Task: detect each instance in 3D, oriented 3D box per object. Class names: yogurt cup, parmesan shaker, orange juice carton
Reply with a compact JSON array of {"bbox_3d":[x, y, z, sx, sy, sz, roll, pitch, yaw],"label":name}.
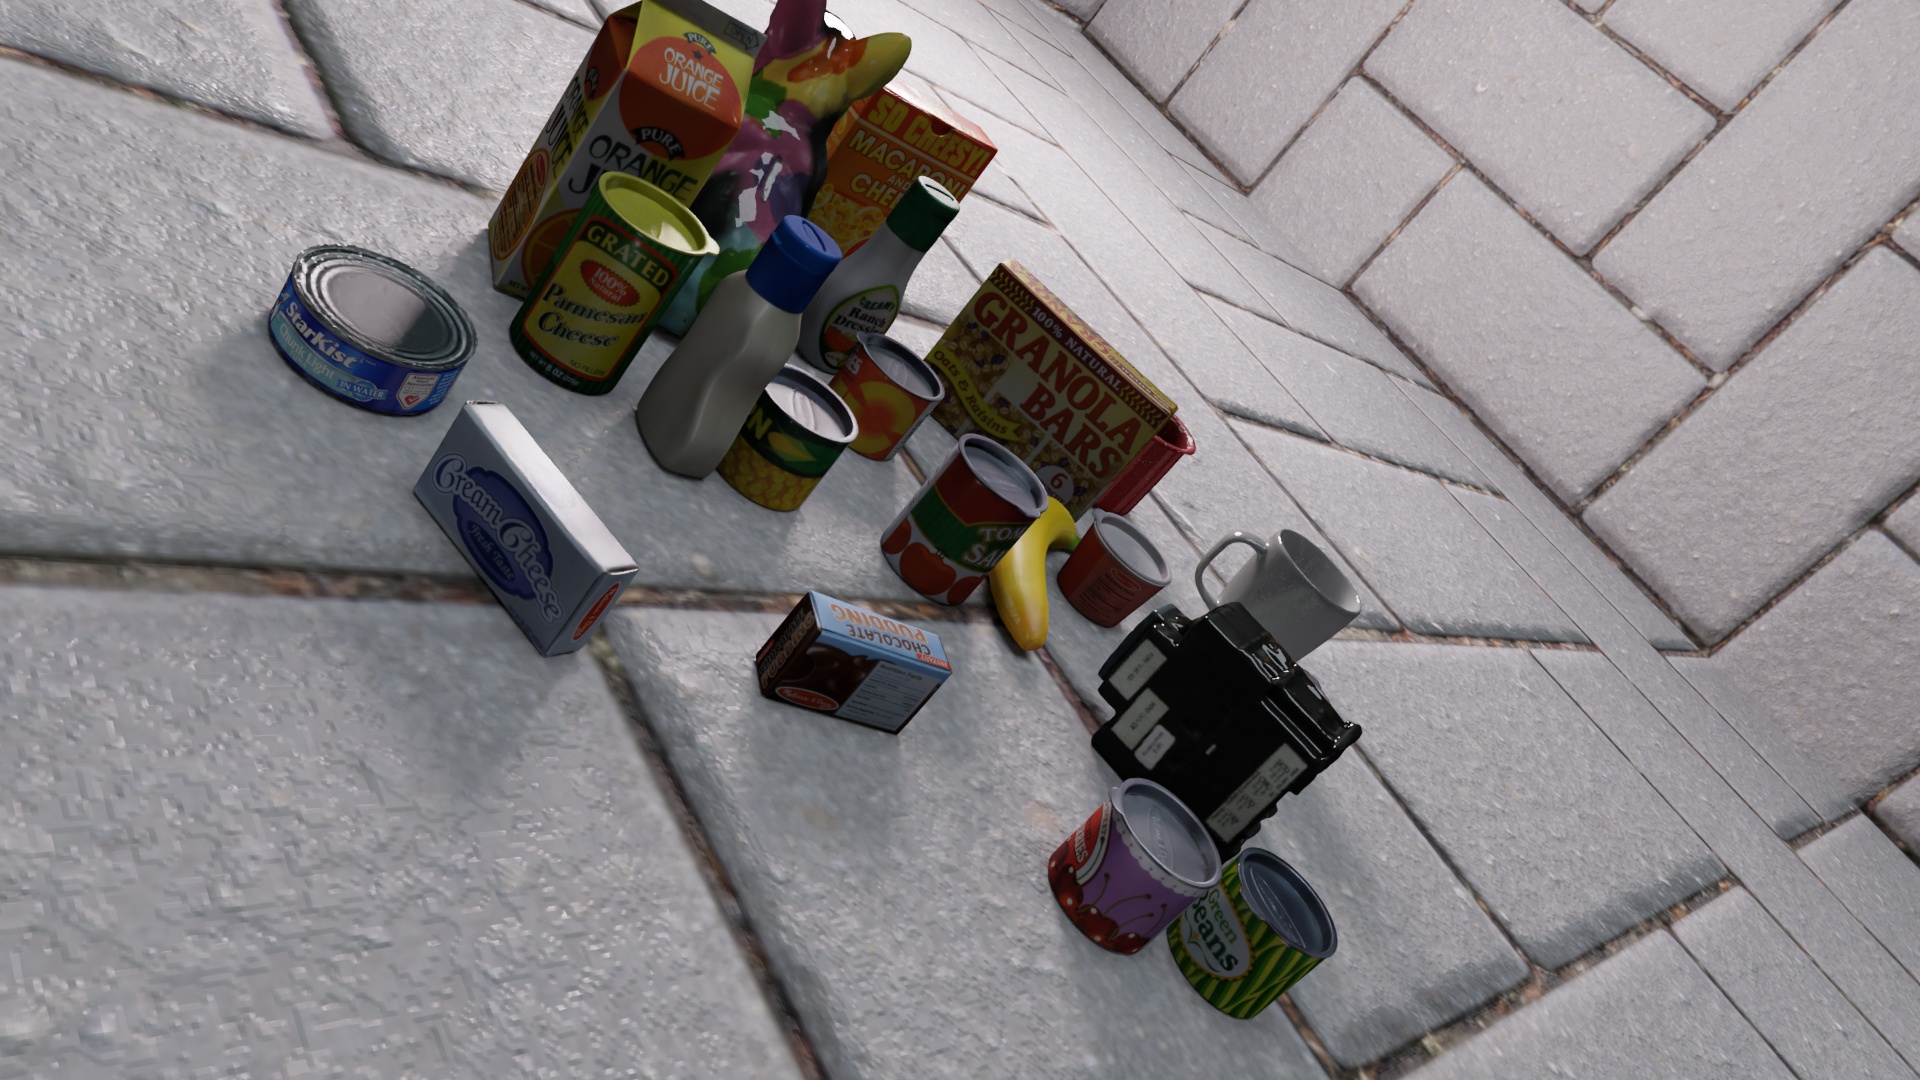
[{"bbox_3d":[0.104,0.023,0.958,0.072,0.053,0.073,32,26,-18],"label":"yogurt cup"},{"bbox_3d":[-0.187,-0.135,0.749,0.071,0.102,0.071,32,26,-18],"label":"parmesan shaker"},{"bbox_3d":[-0.188,-0.220,0.780,0.072,0.192,0.073,21,31,-37],"label":"orange juice carton"}]

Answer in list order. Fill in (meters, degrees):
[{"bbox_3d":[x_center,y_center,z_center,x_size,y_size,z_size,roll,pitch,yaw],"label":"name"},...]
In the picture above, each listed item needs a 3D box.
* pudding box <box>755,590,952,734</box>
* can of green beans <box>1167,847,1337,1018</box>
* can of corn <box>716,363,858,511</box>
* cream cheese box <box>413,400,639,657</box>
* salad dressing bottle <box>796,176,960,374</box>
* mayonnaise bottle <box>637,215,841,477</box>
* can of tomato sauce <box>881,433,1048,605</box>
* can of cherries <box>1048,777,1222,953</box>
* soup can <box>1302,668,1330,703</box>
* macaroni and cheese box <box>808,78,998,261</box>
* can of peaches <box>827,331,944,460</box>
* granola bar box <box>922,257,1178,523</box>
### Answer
[{"bbox_3d":[-0.052,0.061,0.679,0.083,0.049,0.030,22,30,-36],"label":"pudding box"},{"bbox_3d":[0.150,0.203,0.718,0.071,0.057,0.071,32,26,-18],"label":"can of green beans"},{"bbox_3d":[-0.104,-0.060,0.795,0.071,0.058,0.071,32,26,-18],"label":"can of corn"},{"bbox_3d":[-0.187,-0.006,0.593,0.104,0.053,0.024,48,25,15],"label":"cream cheese box"},{"bbox_3d":[-0.058,-0.182,0.957,0.064,0.147,0.044,14,35,-45],"label":"salad dressing bottle"},{"bbox_3d":[-0.118,-0.105,0.742,0.041,0.147,0.065,15,35,-44],"label":"mayonnaise bottle"},{"bbox_3d":[0.003,-0.010,0.835,0.071,0.082,0.071,32,26,-18],"label":"can of tomato sauce"},{"bbox_3d":[0.085,0.161,0.694,0.071,0.058,0.072,32,26,-18],"label":"can of cherries"},{"bbox_3d":[0.184,0.119,0.876,0.071,0.083,0.072,32,26,-18],"label":"soup can"},{"bbox_3d":[-0.068,-0.259,1.049,0.124,0.165,0.040,15,34,-43],"label":"macaroni and cheese box"},{"bbox_3d":[-0.056,-0.097,0.925,0.071,0.058,0.071,32,26,-18],"label":"can of peaches"},{"bbox_3d":[0.057,-0.106,1.021,0.165,0.123,0.039,43,24,5],"label":"granola bar box"}]
